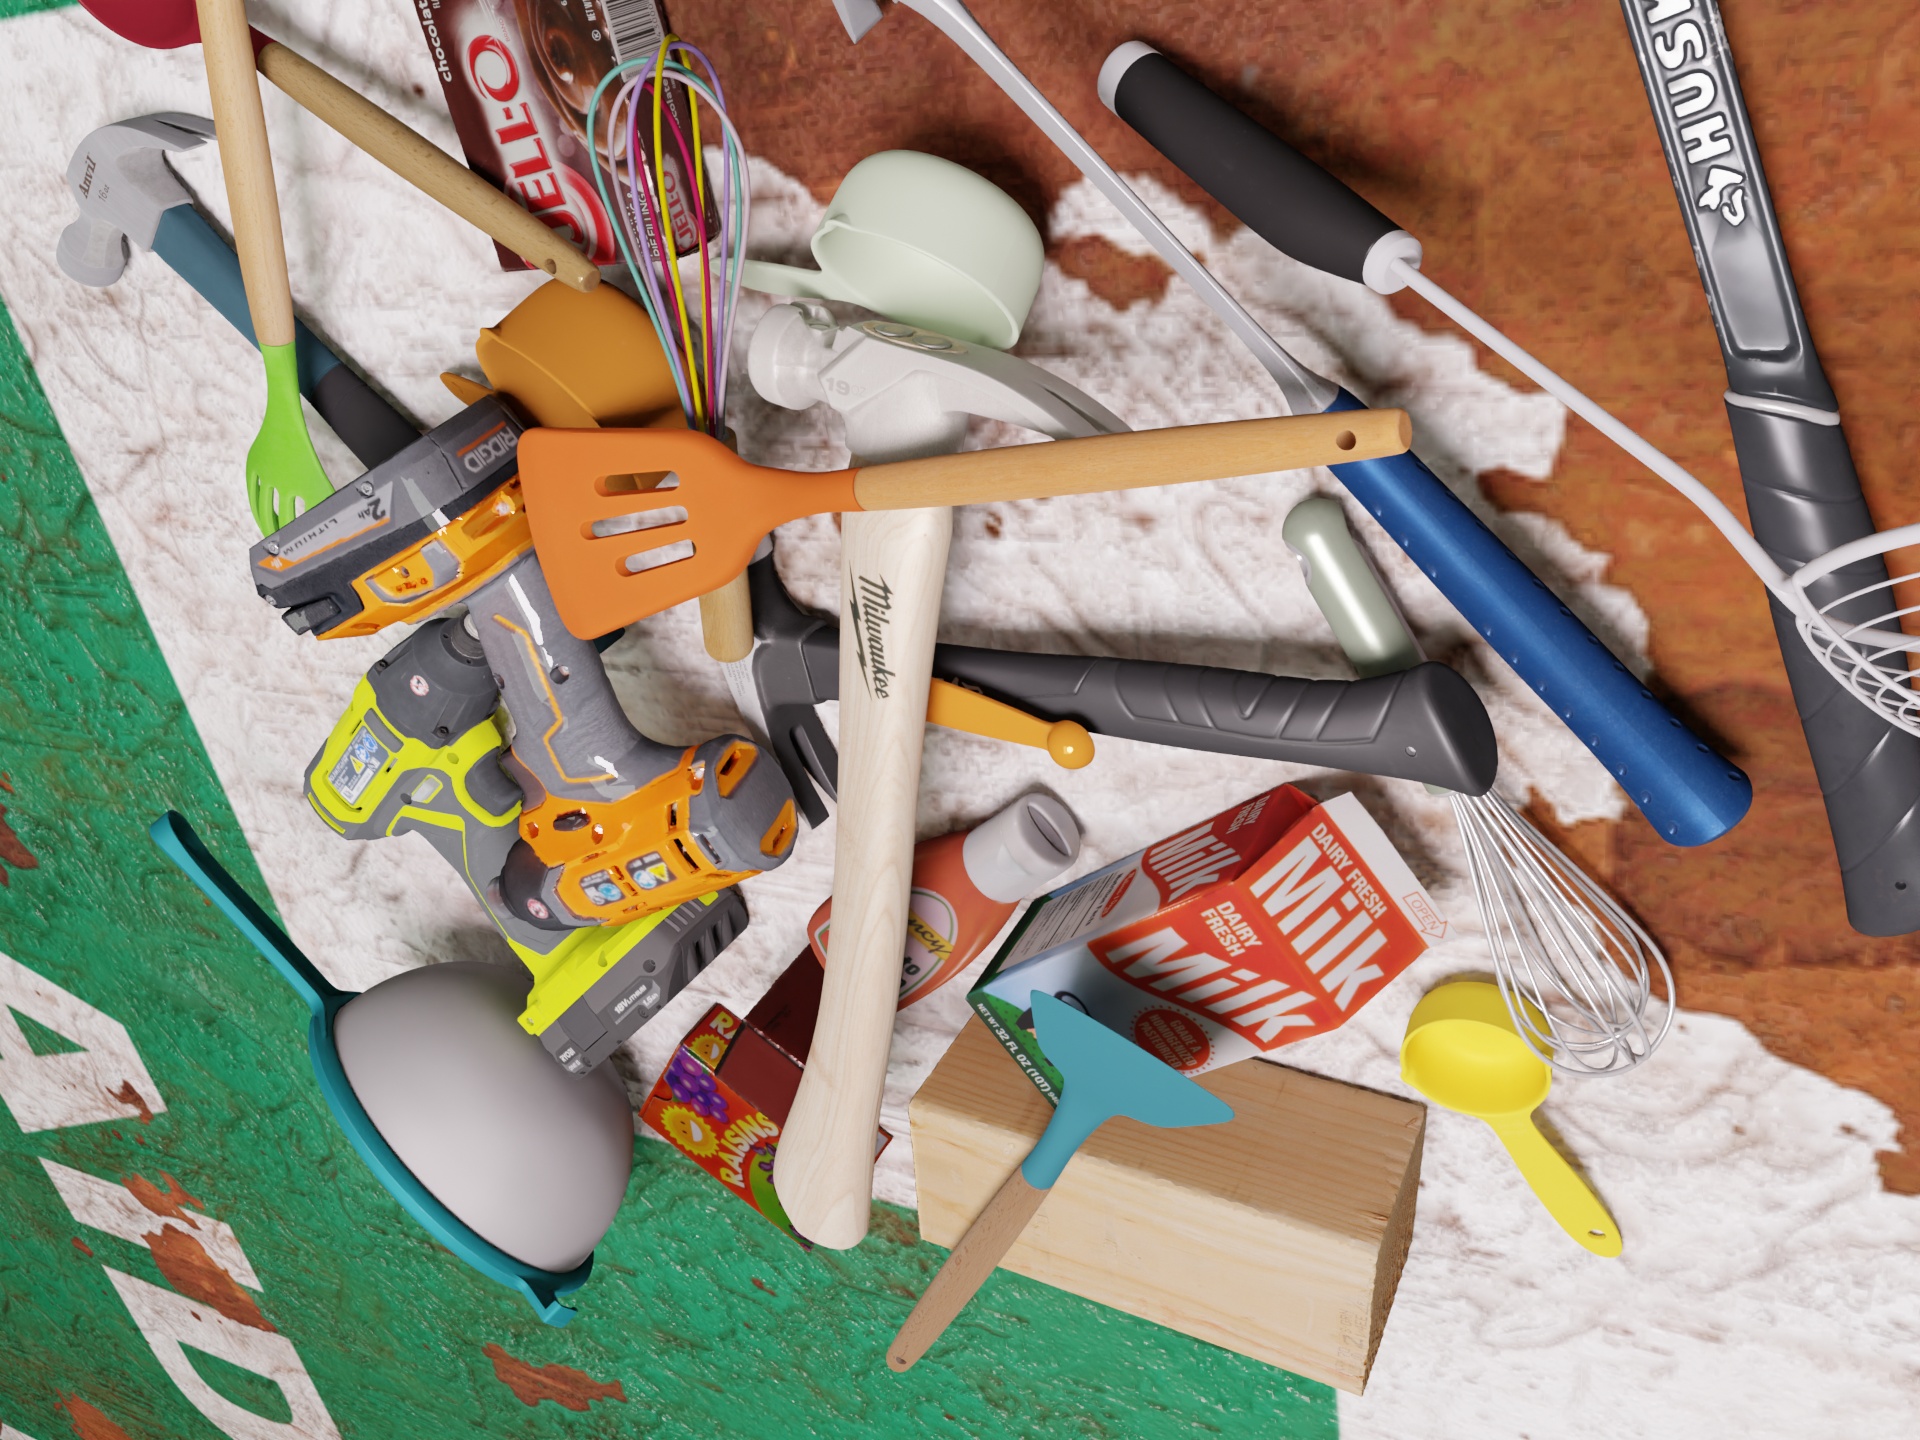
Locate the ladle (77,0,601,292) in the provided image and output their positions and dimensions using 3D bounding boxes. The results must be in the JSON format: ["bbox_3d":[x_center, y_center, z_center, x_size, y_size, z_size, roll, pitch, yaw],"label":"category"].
[{"bbox_3d":[-0.257,-0.252,0.631,0.315,0.031,0.069,36,138,17],"label":"ladle"}]

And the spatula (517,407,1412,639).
[{"bbox_3d":[-0.016,-0.075,0.515,0.323,0.041,0.081,0,109,35],"label":"spatula"}]

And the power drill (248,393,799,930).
[{"bbox_3d":[-0.193,-0.006,0.685,0.164,0.084,0.226,-22,111,29],"label":"power drill"}]

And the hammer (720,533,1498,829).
[{"bbox_3d":[0.037,-0.007,0.615,0.335,0.035,0.146,8,123,35],"label":"hammer"}]

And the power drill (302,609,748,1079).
[{"bbox_3d":[-0.223,0.060,0.813,0.223,0.080,0.171,48,128,-1],"label":"power drill"}]

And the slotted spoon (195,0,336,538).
[{"bbox_3d":[-0.296,-0.187,0.675,0.070,0.031,0.313,26,132,19],"label":"slotted spoon"}]

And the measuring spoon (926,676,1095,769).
[{"bbox_3d":[-0.001,-0.002,0.614,0.117,0.011,0.021,17,128,29],"label":"measuring spoon"}]

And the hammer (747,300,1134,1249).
[{"bbox_3d":[-0.027,0.054,0.630,0.146,0.038,0.410,23,121,28],"label":"hammer"}]

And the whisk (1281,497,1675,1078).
[{"bbox_3d":[0.184,0.026,0.571,0.059,0.058,0.246,-32,99,6],"label":"whisk"}]

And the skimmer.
[{"bbox_3d":[0.177,-0.110,0.415,0.090,0.127,0.364,-49,60,12],"label":"skimmer"}]

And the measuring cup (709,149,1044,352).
[{"bbox_3d":[-0.037,-0.170,0.566,0.168,0.038,0.083,21,174,47],"label":"measuring cup"}]

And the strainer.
[{"bbox_3d":[-0.289,0.157,0.871,0.095,0.211,0.340,-41,99,-3],"label":"strainer"}]

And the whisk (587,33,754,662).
[{"bbox_3d":[-0.098,-0.123,0.587,0.047,0.051,0.244,-125,28,-47],"label":"whisk"}]

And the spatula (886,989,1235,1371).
[{"bbox_3d":[0.017,0.209,0.665,0.082,0.044,0.317,31,131,6],"label":"spatula"}]

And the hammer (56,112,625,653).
[{"bbox_3d":[-0.285,-0.146,0.742,0.331,0.033,0.128,45,133,-3],"label":"hammer"}]

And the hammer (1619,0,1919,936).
[{"bbox_3d":[0.226,-0.108,0.460,0.149,0.036,0.408,-11,114,37],"label":"hammer"}]

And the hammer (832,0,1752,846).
[{"bbox_3d":[0.103,-0.108,0.497,0.405,0.144,0.035,43,98,-12],"label":"hammer"}]

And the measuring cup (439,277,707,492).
[{"bbox_3d":[-0.168,-0.146,0.666,0.174,0.052,0.095,24,156,49],"label":"measuring cup"}]

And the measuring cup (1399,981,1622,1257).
[{"bbox_3d":[0.233,0.163,0.647,0.062,0.029,0.156,-19,120,38],"label":"measuring cup"}]
